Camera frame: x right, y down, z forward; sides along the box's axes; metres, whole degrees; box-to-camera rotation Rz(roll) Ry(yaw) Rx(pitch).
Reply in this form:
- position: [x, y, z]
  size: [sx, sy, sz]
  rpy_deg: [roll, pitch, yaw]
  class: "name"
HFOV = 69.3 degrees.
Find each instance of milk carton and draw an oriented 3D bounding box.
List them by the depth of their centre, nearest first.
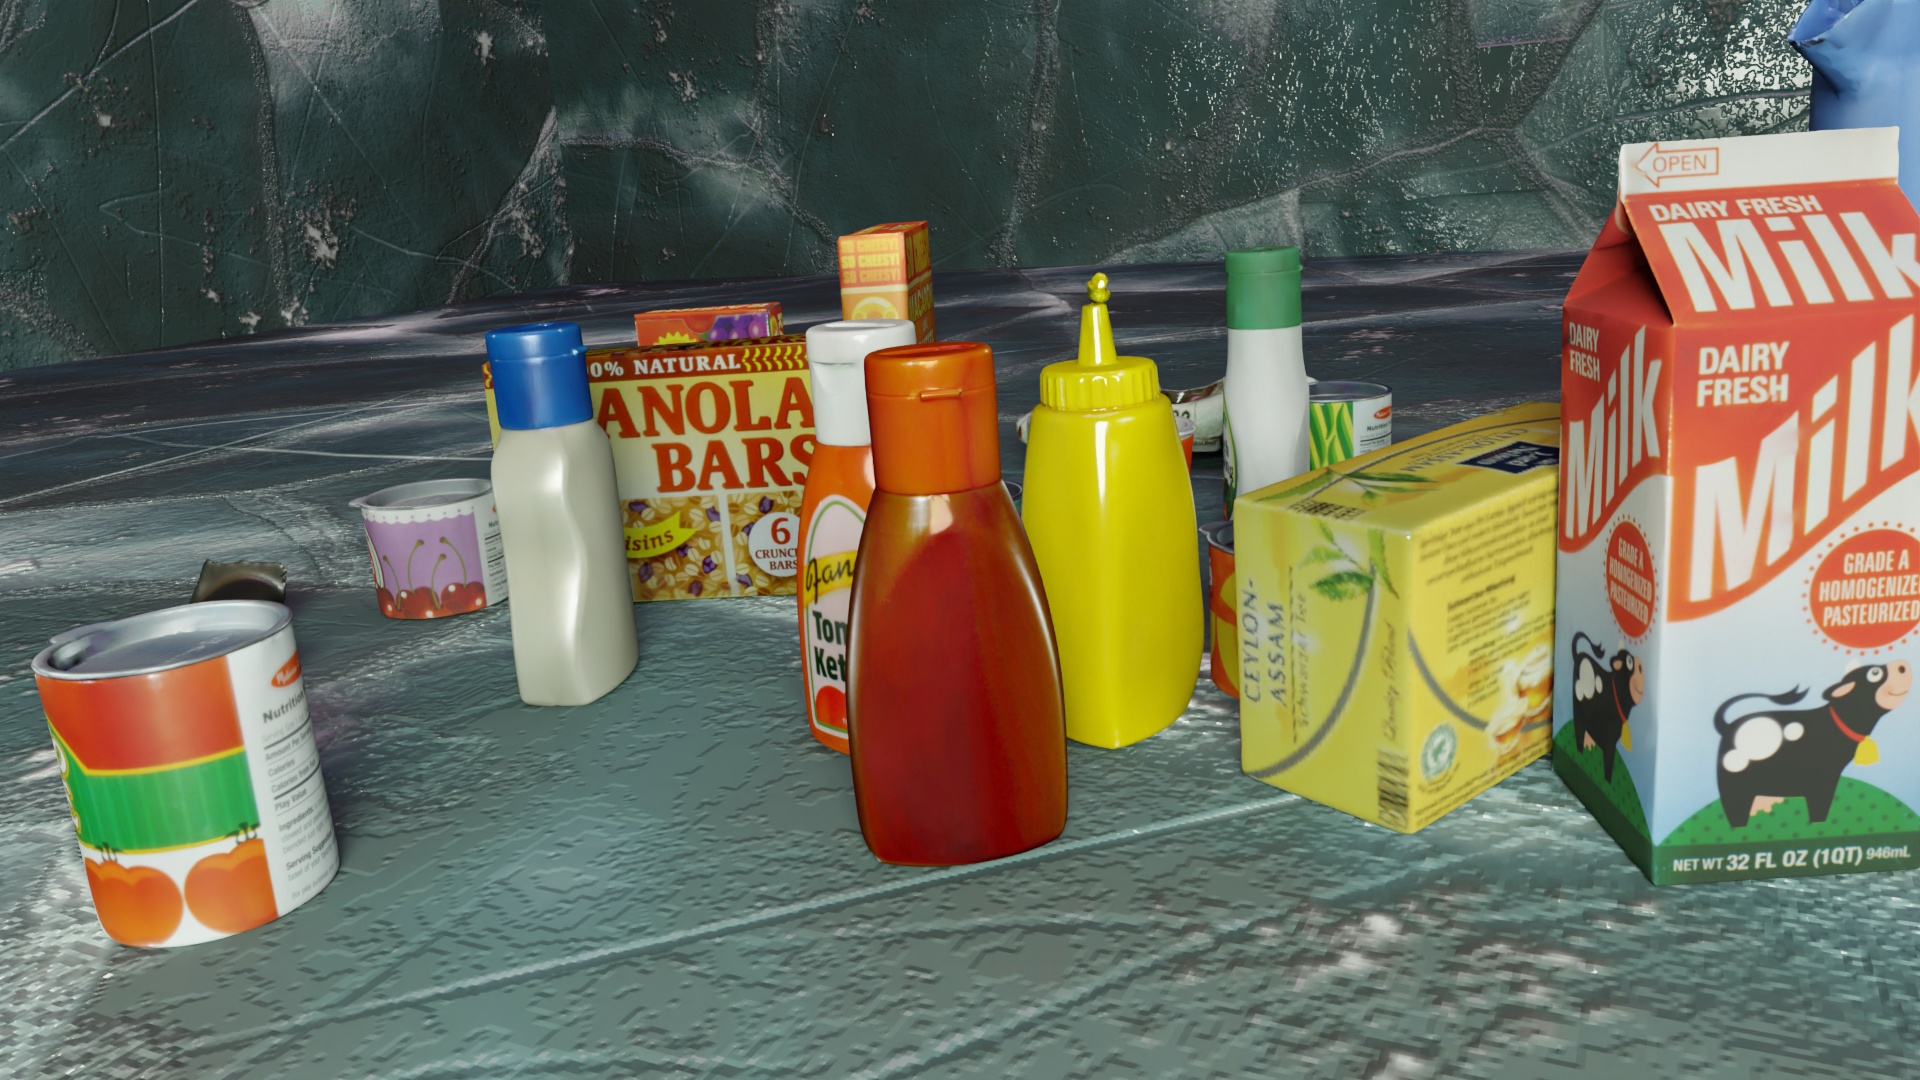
- position: [0.210, -0.011, 0.375]
  size: [0.072, 0.190, 0.073]
  rpy_deg: [-3, 15, 3]
  class: "milk carton"

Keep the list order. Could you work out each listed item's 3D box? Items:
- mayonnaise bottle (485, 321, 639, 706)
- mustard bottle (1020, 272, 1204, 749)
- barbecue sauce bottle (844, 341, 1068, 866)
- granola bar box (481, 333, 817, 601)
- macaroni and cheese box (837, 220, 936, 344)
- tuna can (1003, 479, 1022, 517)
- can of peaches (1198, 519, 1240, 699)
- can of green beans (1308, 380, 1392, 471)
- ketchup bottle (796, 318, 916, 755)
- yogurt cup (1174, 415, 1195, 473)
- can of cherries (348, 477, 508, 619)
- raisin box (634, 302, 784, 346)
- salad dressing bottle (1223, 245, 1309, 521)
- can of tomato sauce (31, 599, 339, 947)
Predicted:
- position: [-0.161, -0.012, 0.557]
  size: [0.041, 0.147, 0.065]
  rpy_deg: [-2, 15, 9]
  class: "mayonnaise bottle"
- position: [0.050, -0.012, 0.478]
  size: [0.049, 0.159, 0.065]
  rpy_deg: [9, 19, 41]
  class: "mustard bottle"
- position: [-0.004, 0.018, 0.403]
  size: [0.065, 0.148, 0.044]
  rpy_deg: [-6, 15, -8]
  class: "barbecue sauce bottle"
- position: [-0.139, -0.034, 0.680]
  size: [0.165, 0.123, 0.039]
  rpy_deg: [-3, 15, 5]
  class: "granola bar box"
- position: [-0.038, -0.096, 0.802]
  size: [0.040, 0.166, 0.124]
  rpy_deg: [-3, 15, 6]
  class: "macaroni and cheese box"
- position: [0.003, -0.009, 0.725]
  size: [0.071, 0.032, 0.071]
  rpy_deg: [-4, 15, 1]
  class: "tuna can"
- position: [0.124, 0.025, 0.519]
  size: [0.071, 0.058, 0.071]
  rpy_deg: [-4, 15, 1]
  class: "can of peaches"
- position: [0.215, -0.059, 0.804]
  size: [0.071, 0.057, 0.071]
  rpy_deg: [-4, 15, 1]
  class: "can of green beans"
- position: [-0.028, 0.000, 0.477]
  size: [0.065, 0.148, 0.044]
  rpy_deg: [5, 17, 30]
  class: "ketchup bottle"
- position: [0.096, -0.038, 0.765]
  size: [0.072, 0.053, 0.072]
  rpy_deg: [-4, 15, 1]
  class: "yogurt cup"
- position: [-0.266, 0.003, 0.701]
  size: [0.071, 0.058, 0.072]
  rpy_deg: [-4, 15, 1]
  class: "can of cherries"
- position: [-0.151, -0.084, 0.870]
  size: [0.086, 0.123, 0.040]
  rpy_deg: [-2, 15, 8]
  class: "raisin box"
- position: [0.153, -0.072, 0.697]
  size: [0.044, 0.147, 0.064]
  rpy_deg: [-1, 15, 13]
  class: "salad dressing bottle"
- position: [-0.227, 0.067, 0.409]
  size: [0.071, 0.083, 0.071]
  rpy_deg: [-4, 15, 1]
  class: "can of tomato sauce"
